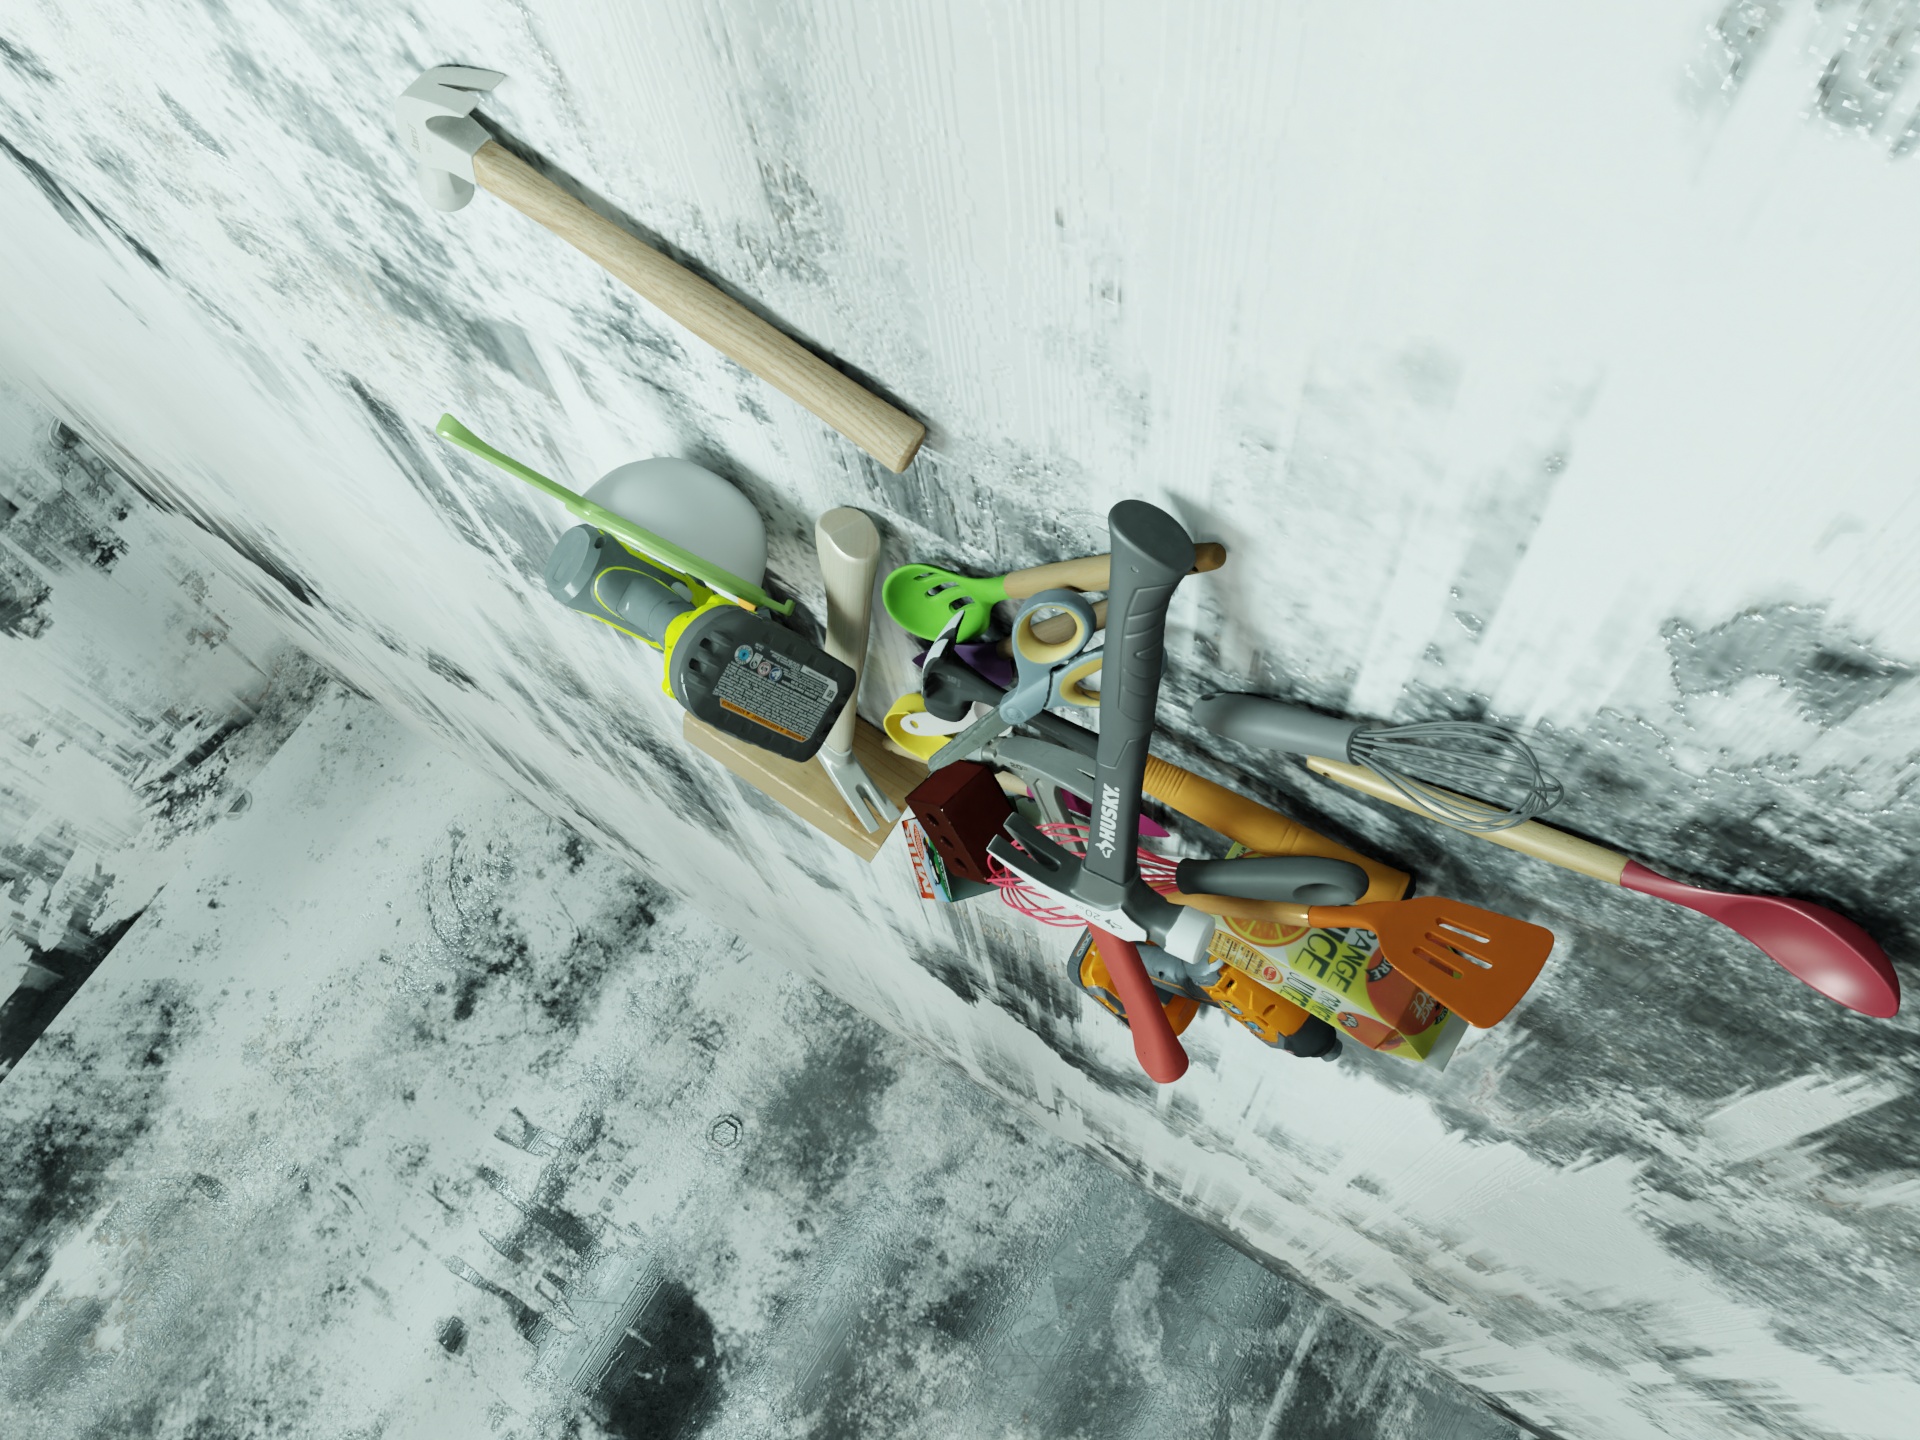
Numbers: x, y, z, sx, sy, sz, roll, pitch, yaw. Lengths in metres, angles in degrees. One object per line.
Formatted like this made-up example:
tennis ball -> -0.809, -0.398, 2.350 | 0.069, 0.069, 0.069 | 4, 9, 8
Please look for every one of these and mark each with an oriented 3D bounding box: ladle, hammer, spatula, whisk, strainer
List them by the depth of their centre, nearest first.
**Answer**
ladle -> 0.316, 0.070, 0.818 | 0.316, 0.031, 0.069 | 23, 157, 38
whisk -> 0.207, 0.015, 0.837 | 0.239, 0.055, 0.055 | 17, 156, 53
hammer -> -0.161, -0.238, 0.855 | 0.331, 0.031, 0.130 | 34, 163, 0
hammer -> 0.086, 0.010, 0.885 | 0.146, 0.035, 0.334 | 24, 144, 20
spatula -> 0.206, 0.126, 0.992 | 0.323, 0.081, 0.041 | 2, 128, 53
hammer -> 0.129, 0.035, 0.999 | 0.337, 0.034, 0.127 | 27, 163, 6
spatula -> 0.041, -0.048, 1.015 | 0.059, 0.018, 0.316 | 26, 166, -16
whisk -> 0.131, 0.100, 1.025 | 0.296, 0.073, 0.073 | -4, 140, 45
strainer -> -0.221, -0.157, 1.048 | 0.256, 0.069, 0.152 | 28, 180, -43
hammer -> -0.082, -0.035, 1.177 | 0.146, 0.038, 0.410 | 56, 164, 13
hammer -> 0.118, 0.158, 1.221 | 0.149, 0.037, 0.358 | 19, 144, 47
whisk -> 0.129, 0.109, 1.230 | 0.246, 0.059, 0.057 | 24, -172, 42

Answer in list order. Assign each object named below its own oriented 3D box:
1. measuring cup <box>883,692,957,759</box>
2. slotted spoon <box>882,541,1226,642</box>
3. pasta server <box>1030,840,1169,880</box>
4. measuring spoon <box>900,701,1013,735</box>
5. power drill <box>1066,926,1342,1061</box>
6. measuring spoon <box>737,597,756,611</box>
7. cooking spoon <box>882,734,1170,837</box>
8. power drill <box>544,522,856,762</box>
measuring cup -> 0.015, 0.012, 1.225 | 0.156, 0.029, 0.062 | 12, 146, 23
slotted spoon -> 0.047, -0.078, 0.912 | 0.070, 0.031, 0.314 | 42, 159, -23
pasta server -> 0.180, 0.142, 1.236 | 0.316, 0.040, 0.060 | 19, 169, 38
measuring spoon -> -0.002, -0.004, 1.179 | 0.124, 0.018, 0.034 | -6, 121, 50
power drill -> 0.210, 0.231, 1.349 | 0.164, 0.084, 0.226 | 41, 157, -20
measuring spoon -> -0.175, -0.096, 1.288 | 0.021, 0.011, 0.117 | 34, 163, 0
cooking spoon -> 0.040, 0.048, 1.265 | 0.319, 0.017, 0.068 | 16, 165, 47
power drill -> -0.175, -0.054, 1.141 | 0.190, 0.080, 0.229 | 28, -177, -42
